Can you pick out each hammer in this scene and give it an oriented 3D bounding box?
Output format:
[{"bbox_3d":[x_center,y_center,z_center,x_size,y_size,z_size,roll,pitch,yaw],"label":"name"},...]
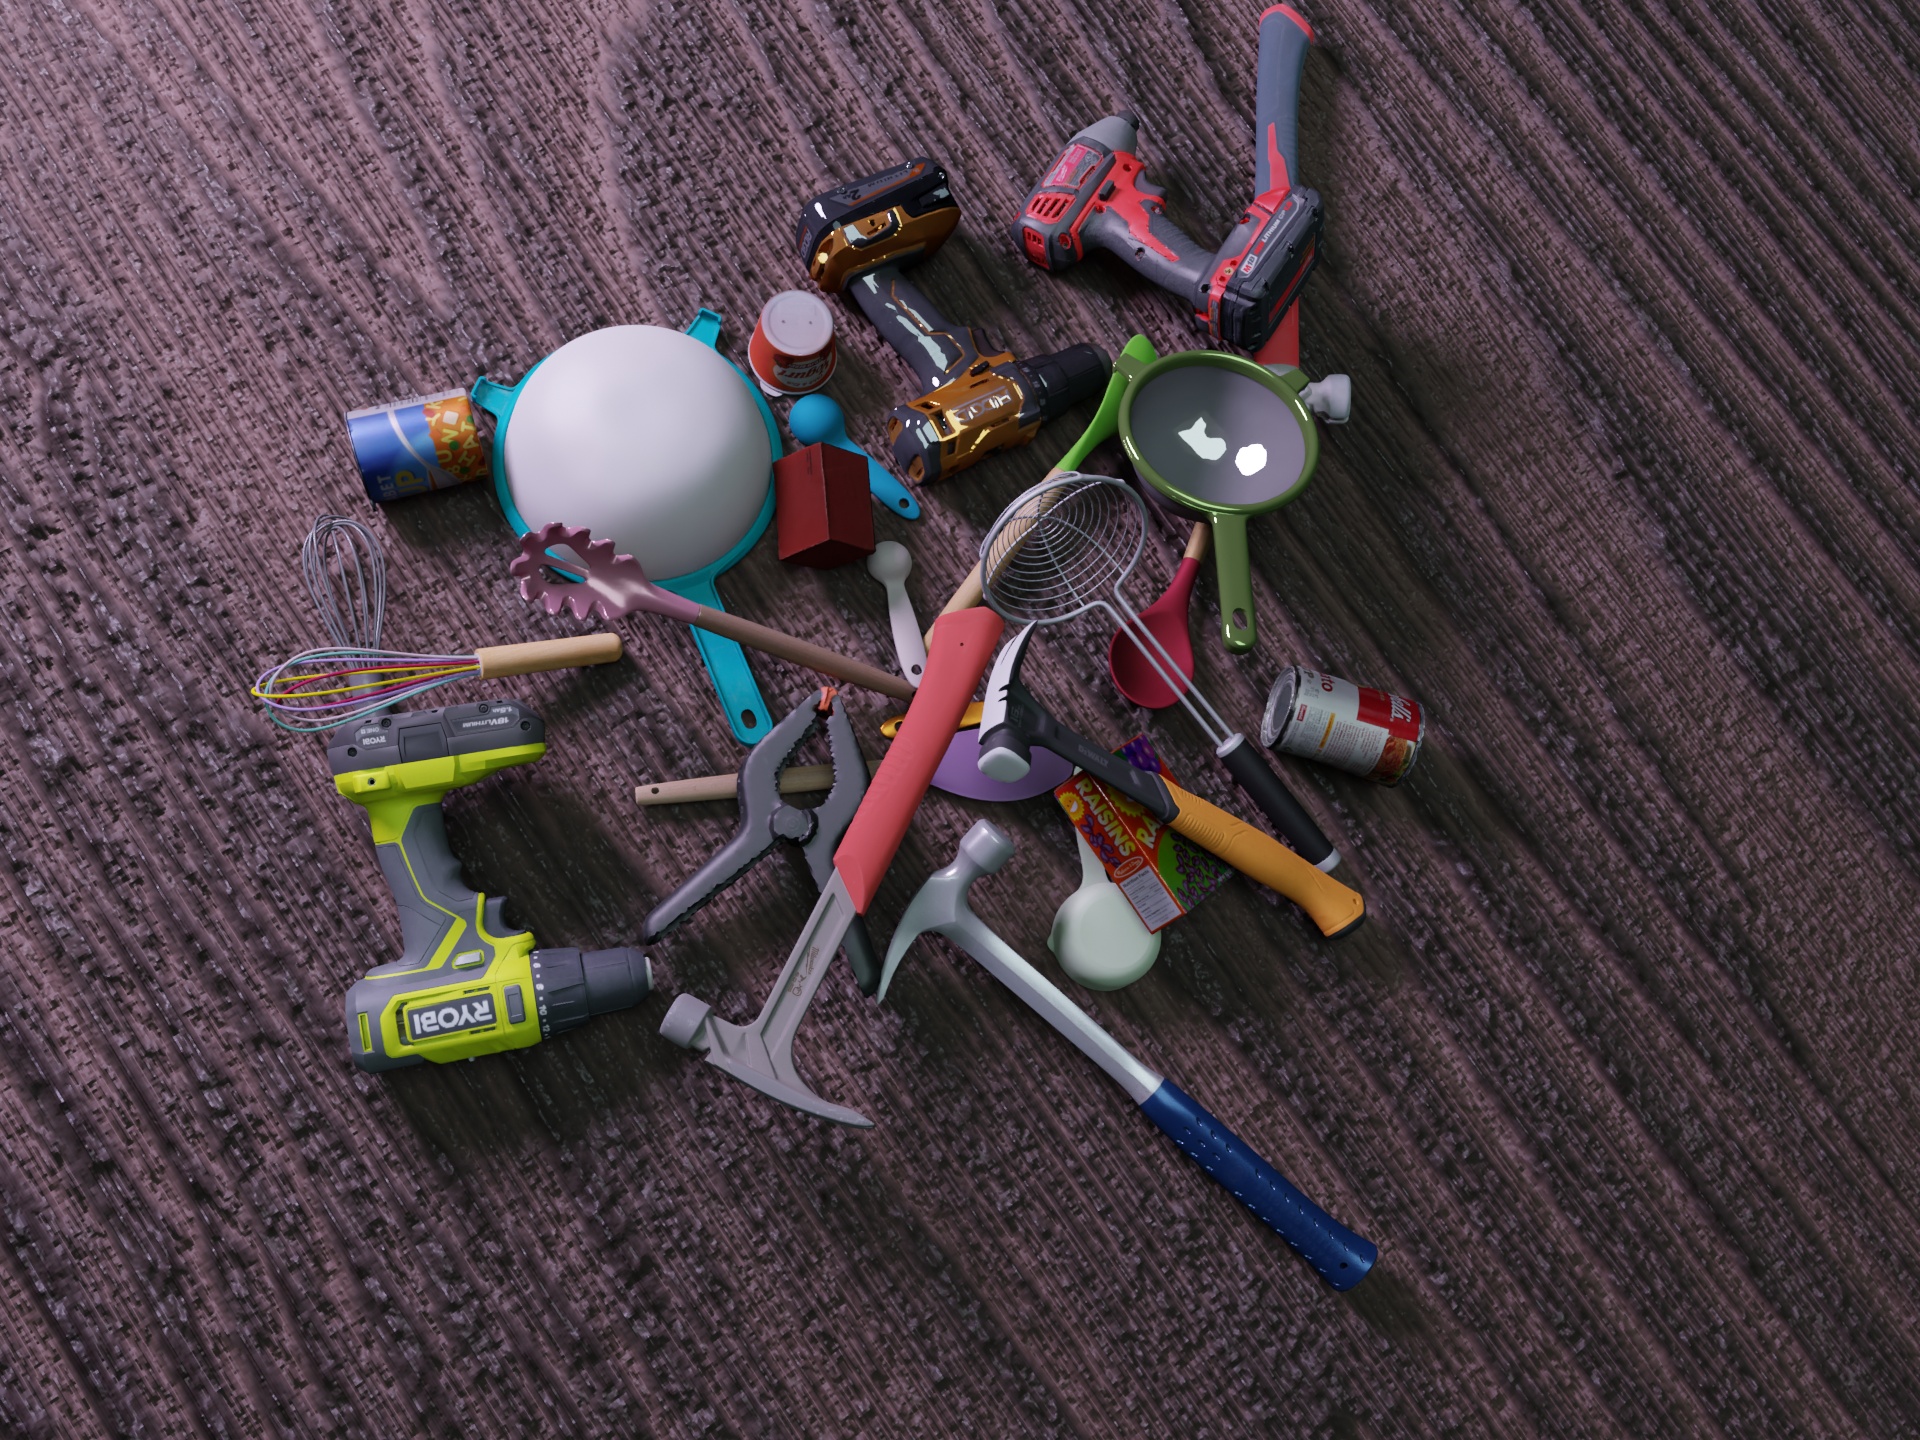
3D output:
[{"bbox_3d":[0.241,-0.416,1.293,0.143,0.038,0.387,2,71,7],"label":"hammer"},{"bbox_3d":[0.119,0.253,1.098,0.405,0.035,0.144,41,96,-2],"label":"hammer"},{"bbox_3d":[0.157,0.059,1.117,0.336,0.034,0.127,31,44,-21],"label":"hammer"},{"bbox_3d":[-0.050,0.083,1.063,0.149,0.036,0.359,26,72,2],"label":"hammer"}]

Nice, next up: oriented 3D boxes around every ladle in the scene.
[{"bbox_3d":[0.187,-0.145,1.229,0.069,0.031,0.315,26,71,-7],"label":"ladle"}]

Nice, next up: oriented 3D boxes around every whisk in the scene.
[{"bbox_3d":[-0.407,-0.029,1.092,0.055,0.055,0.239,-12,83,-12],"label":"whisk"},{"bbox_3d":[-0.346,-0.033,1.073,0.245,0.047,0.051,-10,79,-30],"label":"whisk"}]

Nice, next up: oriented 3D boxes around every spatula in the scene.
[{"bbox_3d":[-0.073,0.040,1.141,0.316,0.018,0.060,-5,66,-11],"label":"spatula"}]

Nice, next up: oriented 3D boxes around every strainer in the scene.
[{"bbox_3d":[0.186,-0.151,1.161,0.151,0.069,0.257,3,63,-8],"label":"strainer"},{"bbox_3d":[-0.205,-0.145,1.126,0.211,0.095,0.340,-21,79,-14],"label":"strainer"}]

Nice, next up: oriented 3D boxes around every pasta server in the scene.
[{"bbox_3d":[-0.155,-0.062,1.092,0.316,0.040,0.060,20,94,-26],"label":"pasta server"}]

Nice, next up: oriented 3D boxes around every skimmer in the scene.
[{"bbox_3d":[0.156,-0.020,1.125,0.127,0.090,0.363,-39,99,11],"label":"skimmer"}]

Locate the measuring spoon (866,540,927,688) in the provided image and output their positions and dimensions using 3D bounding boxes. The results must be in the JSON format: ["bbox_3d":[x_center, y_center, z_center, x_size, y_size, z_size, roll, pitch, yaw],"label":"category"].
[{"bbox_3d":[-0.042,-0.080,1.167,0.034,0.018,0.124,-9,66,-14],"label":"measuring spoon"}]

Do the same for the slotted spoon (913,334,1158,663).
[{"bbox_3d":[0.063,-0.166,1.204,0.031,0.070,0.314,32,77,27],"label":"slotted spoon"}]

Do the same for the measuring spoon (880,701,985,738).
[{"bbox_3d":[-0.002,-0.004,1.168,0.117,0.011,0.021,-11,78,-12],"label":"measuring spoon"}]

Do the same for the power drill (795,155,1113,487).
[{"bbox_3d":[-0.002,-0.310,1.213,0.185,0.084,0.226,-27,86,-18],"label":"power drill"}]

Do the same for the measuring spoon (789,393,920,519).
[{"bbox_3d":[-0.077,-0.200,1.199,0.128,0.021,0.042,44,73,4],"label":"measuring spoon"}]

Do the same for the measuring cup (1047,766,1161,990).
[{"bbox_3d":[0.101,0.109,1.142,0.083,0.038,0.168,-4,79,-11],"label":"measuring cup"}]

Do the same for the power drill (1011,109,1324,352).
[{"bbox_3d":[0.164,-0.389,1.237,0.220,0.078,0.143,29,77,19],"label":"power drill"}]

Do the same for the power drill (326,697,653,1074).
[{"bbox_3d":[-0.311,0.105,1.042,0.190,0.080,0.228,-9,90,-15],"label":"power drill"}]
